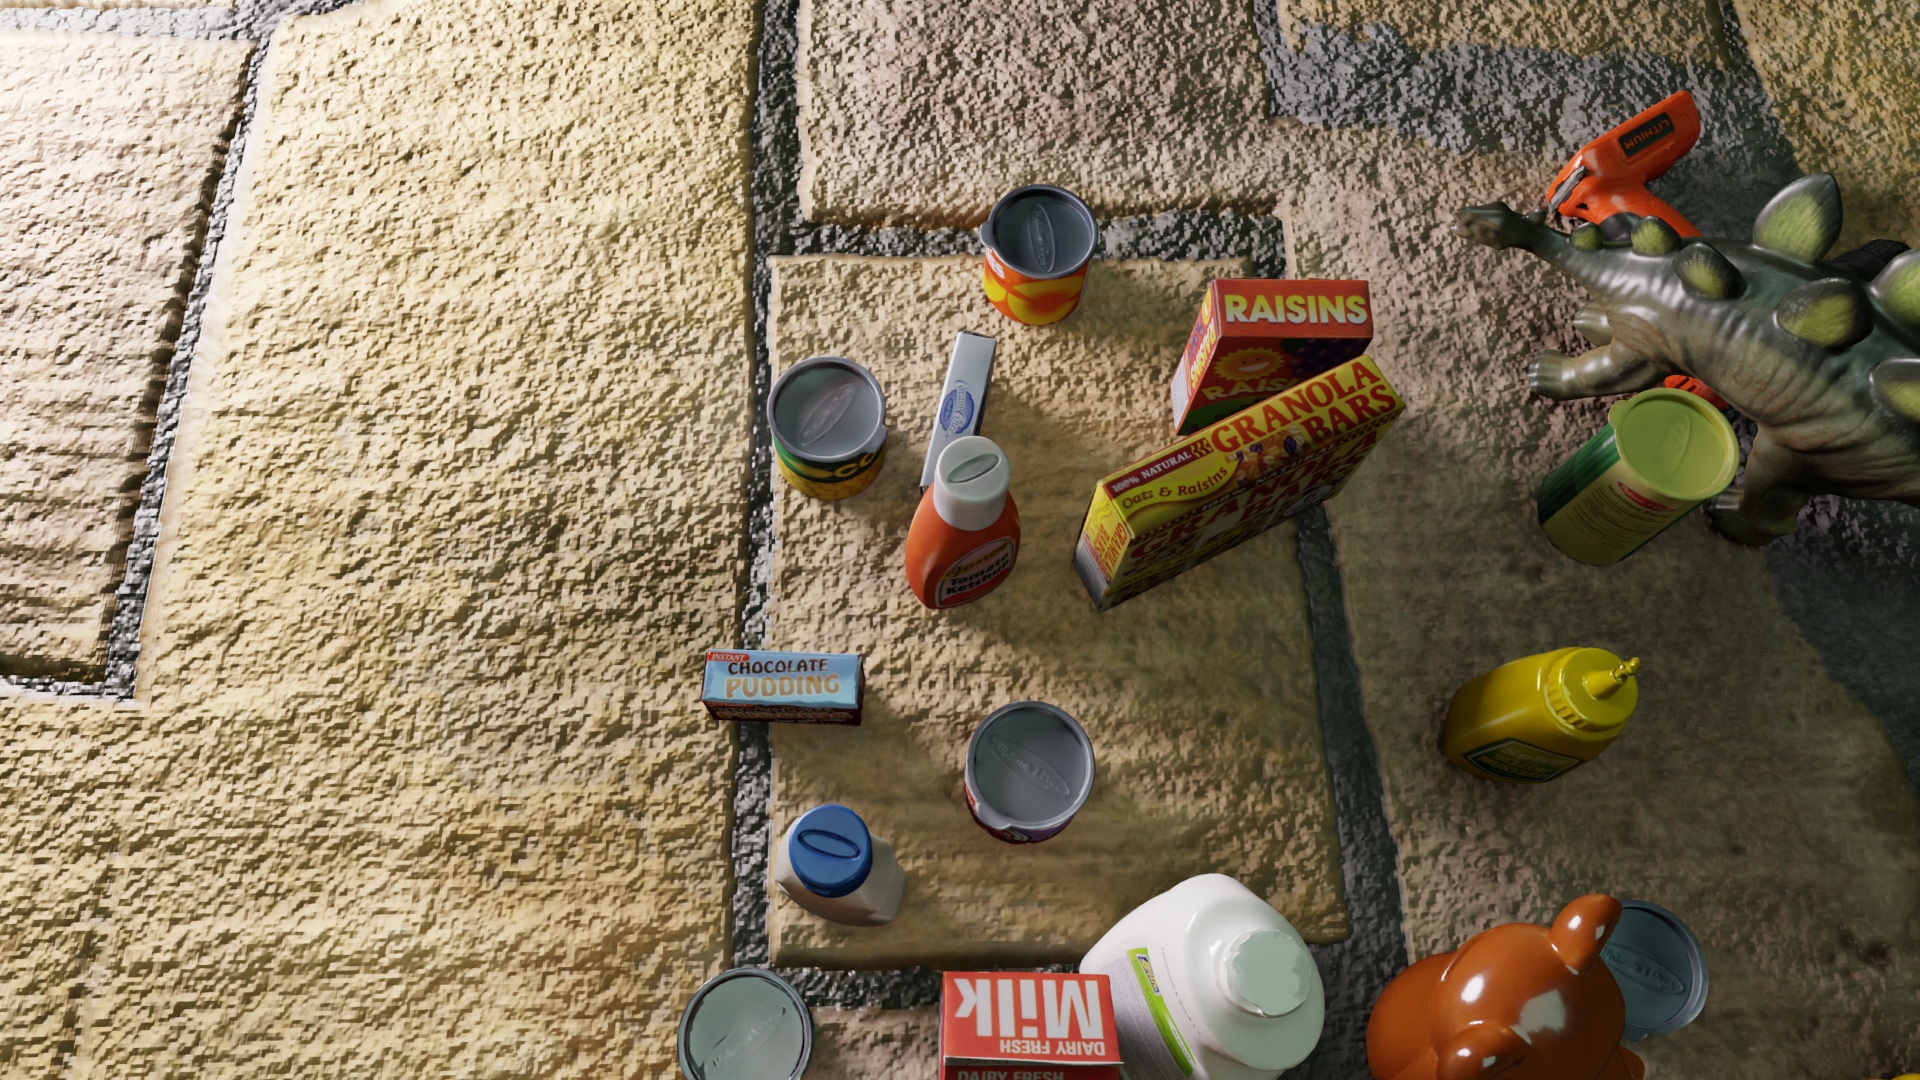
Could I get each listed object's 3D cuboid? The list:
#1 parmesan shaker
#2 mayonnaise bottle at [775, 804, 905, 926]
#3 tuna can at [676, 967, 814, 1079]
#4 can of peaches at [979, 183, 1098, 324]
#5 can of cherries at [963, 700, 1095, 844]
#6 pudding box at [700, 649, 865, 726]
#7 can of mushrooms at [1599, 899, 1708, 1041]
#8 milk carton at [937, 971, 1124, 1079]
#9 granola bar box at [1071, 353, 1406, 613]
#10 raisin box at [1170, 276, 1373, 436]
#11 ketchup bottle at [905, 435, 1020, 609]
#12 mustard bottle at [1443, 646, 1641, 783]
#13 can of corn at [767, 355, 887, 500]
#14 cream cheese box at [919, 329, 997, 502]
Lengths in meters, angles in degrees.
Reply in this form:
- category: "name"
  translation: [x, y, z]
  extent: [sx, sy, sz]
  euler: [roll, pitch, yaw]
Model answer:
- category: "parmesan shaker"
  translation: [0.377, -0.035, 0.785]
  extent: [0.071, 0.102, 0.071]
  euler: [1, 69, -2]
- category: "mayonnaise bottle"
  translation: [-0.059, 0.157, 0.666]
  extent: [0.065, 0.147, 0.041]
  euler: [16, 70, 4]
- category: "tuna can"
  translation: [-0.104, 0.250, 0.690]
  extent: [0.071, 0.032, 0.071]
  euler: [1, 69, -2]
- category: "can of peaches"
  translation: [0.045, -0.173, 0.847]
  extent: [0.071, 0.058, 0.071]
  euler: [1, 69, -2]
- category: "can of cherries"
  translation: [0.033, 0.125, 0.731]
  extent: [0.071, 0.058, 0.072]
  euler: [1, 69, -2]
- category: "pudding box"
  translation: [-0.094, 0.079, 0.747]
  extent: [0.084, 0.049, 0.030]
  euler: [3, 69, -2]
- category: "can of mushrooms"
  translation: [0.346, 0.224, 0.721]
  extent: [0.071, 0.033, 0.071]
  euler: [1, 69, -2]
- category: "milk carton"
  translation: [0.025, 0.232, 0.619]
  extent: [0.072, 0.190, 0.073]
  euler: [2, 69, -2]
- category: "granola bar box"
  translation: [0.146, -0.029, 0.761]
  extent: [0.166, 0.123, 0.039]
  euler: [-25, 73, -12]
- category: "raisin box"
  translation: [0.174, -0.102, 0.791]
  extent: [0.086, 0.123, 0.040]
  euler: [0, 69, -2]
- category: "ketchup bottle"
  translation: [0.003, -0.009, 0.733]
  extent: [0.065, 0.148, 0.043]
  euler: [-26, 73, -12]
- category: "mustard bottle"
  translation: [0.299, 0.086, 0.704]
  extent: [0.065, 0.159, 0.049]
  euler: [15, 70, 3]
- category: "can of corn"
  translation: [-0.073, -0.062, 0.798]
  extent: [0.071, 0.058, 0.071]
  euler: [1, 69, -2]
- category: "cream cheese box"
  translation: [-0.002, -0.064, 0.805]
  extent: [0.024, 0.053, 0.104]
  euler: [12, 69, 2]
